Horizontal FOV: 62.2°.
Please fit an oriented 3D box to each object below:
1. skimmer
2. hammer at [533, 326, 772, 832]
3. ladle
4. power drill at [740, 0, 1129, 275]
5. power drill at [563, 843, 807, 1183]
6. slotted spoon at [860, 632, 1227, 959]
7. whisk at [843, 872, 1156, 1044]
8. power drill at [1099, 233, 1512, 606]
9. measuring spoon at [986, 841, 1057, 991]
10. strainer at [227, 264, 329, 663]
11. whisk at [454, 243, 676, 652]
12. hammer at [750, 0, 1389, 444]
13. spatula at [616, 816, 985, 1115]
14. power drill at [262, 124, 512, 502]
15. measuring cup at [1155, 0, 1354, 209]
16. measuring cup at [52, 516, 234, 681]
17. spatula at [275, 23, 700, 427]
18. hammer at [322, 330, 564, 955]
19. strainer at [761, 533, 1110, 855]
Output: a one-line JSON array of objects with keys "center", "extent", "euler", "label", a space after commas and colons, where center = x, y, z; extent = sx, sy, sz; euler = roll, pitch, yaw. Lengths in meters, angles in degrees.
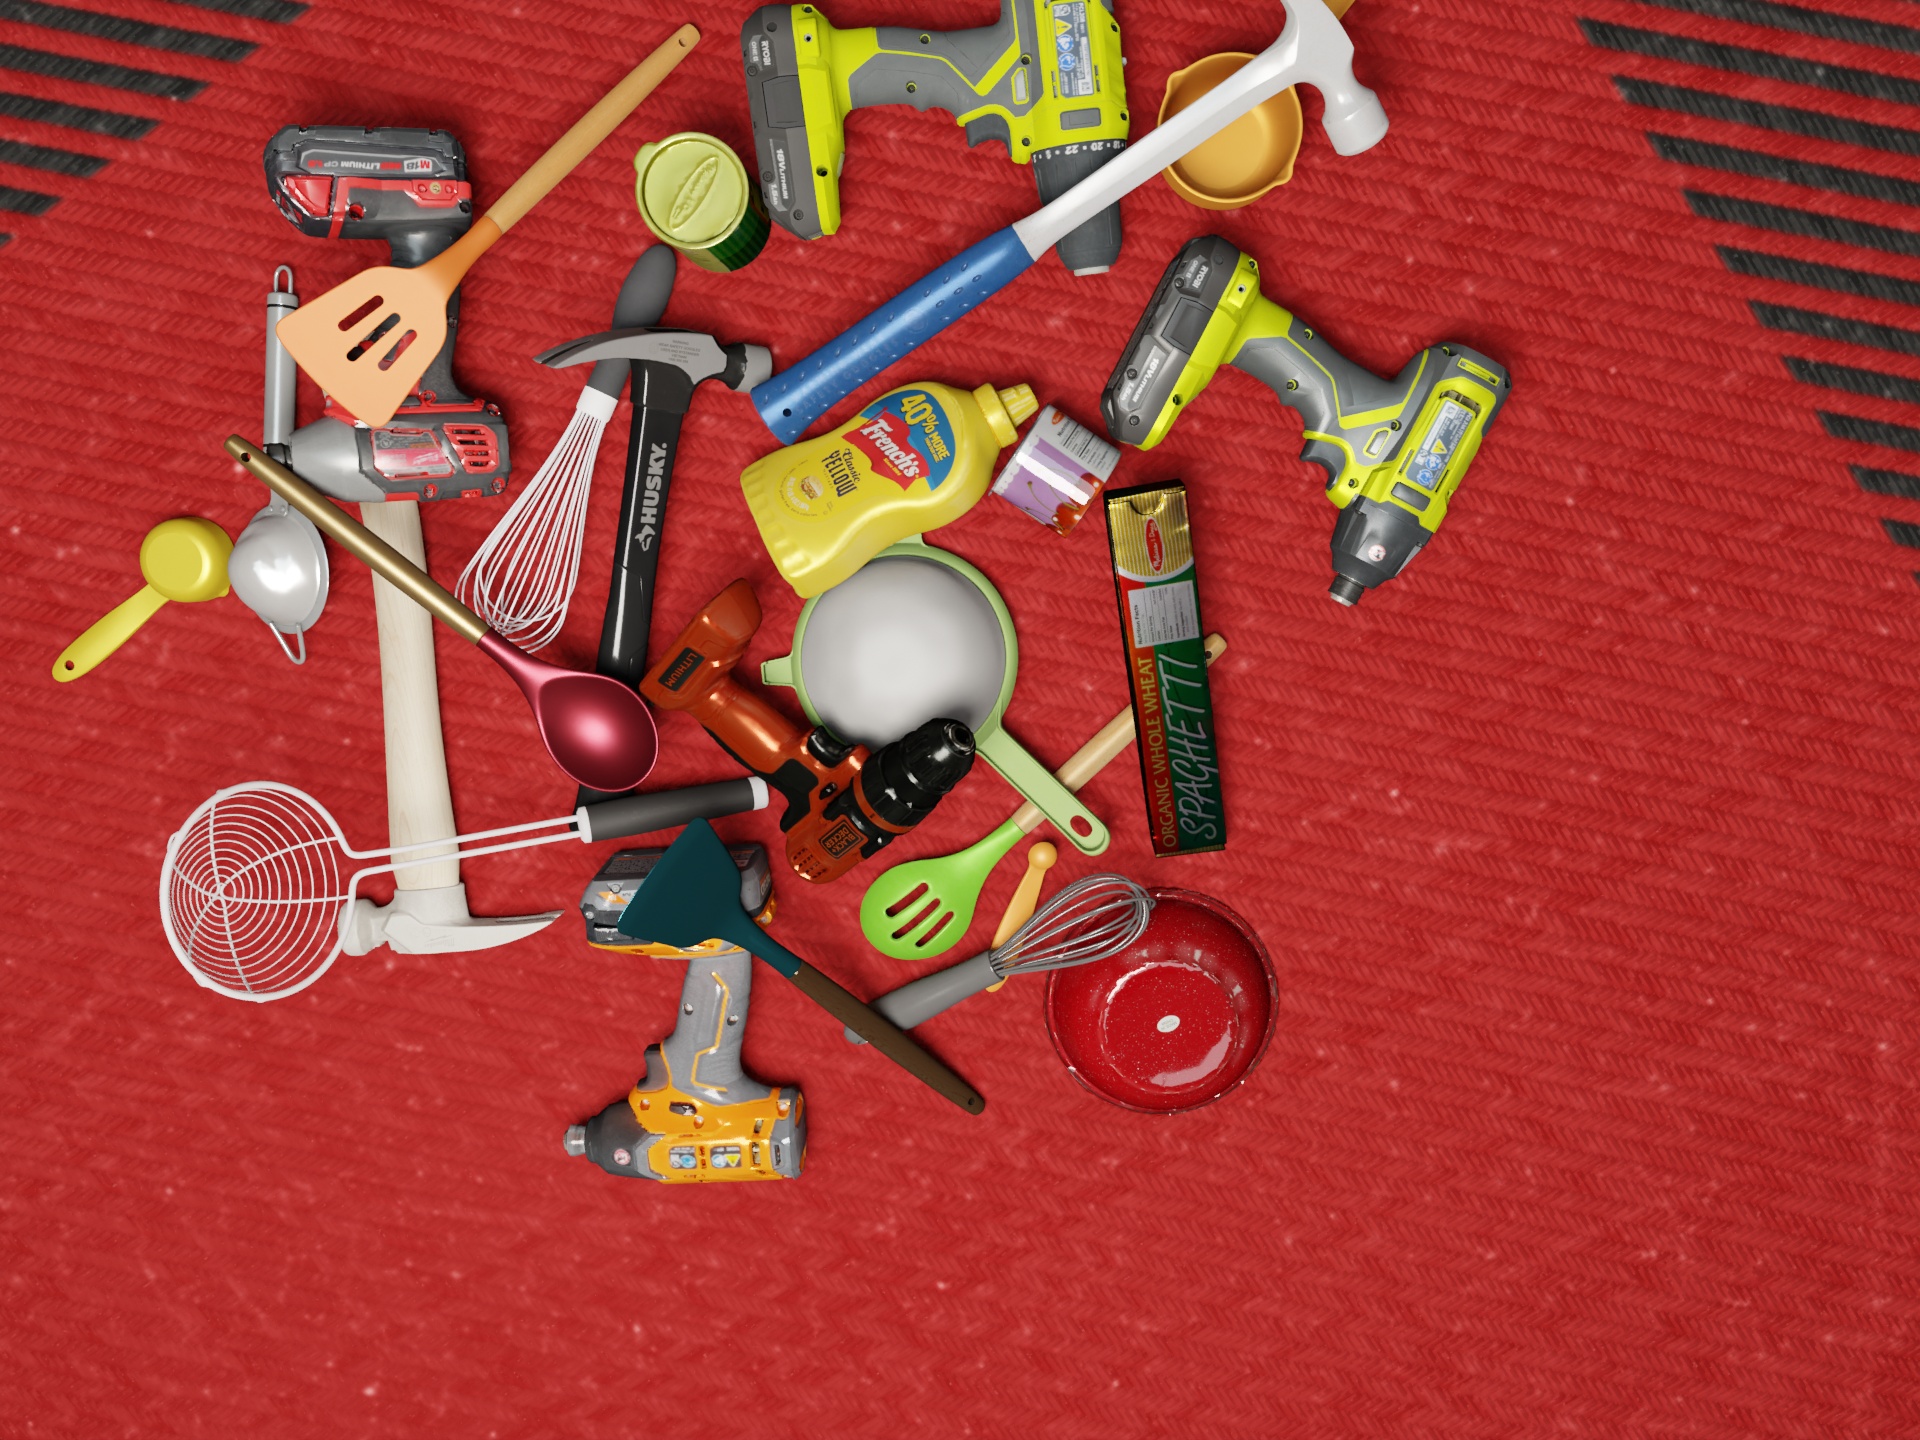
[{"center": [-0.287, 0.078, 0.975], "extent": [0.363, 0.090, 0.127], "euler": [-10, 93, -21], "label": "skimmer"}, {"center": [-0.216, -0.084, 1.020], "extent": [0.146, 0.035, 0.334], "euler": [1, 108, -37], "label": "hammer"}, {"center": [-0.314, -0.067, 0.973], "extent": [0.315, 0.031, 0.069], "euler": [40, 95, -13], "label": "ladle"}, {"center": [-0.009, -0.362, 0.977], "extent": [0.228, 0.080, 0.190], "euler": [-7, 104, 1], "label": "power drill"}, {"center": [-0.193, 0.203, 1.064], "extent": [0.164, 0.084, 0.226], "euler": [-4, 102, 3], "label": "power drill"}, {"center": [0.056, 0.051, 1.059], "extent": [0.314, 0.031, 0.070], "euler": [-43, 102, 5], "label": "slotted spoon"}, {"center": [0.021, 0.163, 1.053], "extent": [0.239, 0.055, 0.055], "euler": [-28, 97, 18], "label": "whisk"}, {"center": [0.208, -0.188, 0.996], "extent": [0.223, 0.080, 0.171], "euler": [27, 98, -5], "label": "power drill"}, {"center": [0.040, 0.135, 1.069], "extent": [0.021, 0.011, 0.117], "euler": [14, 109, -19], "label": "measuring spoon"}, {"center": [-0.447, -0.166, 1.035], "extent": [0.087, 0.050, 0.258], "euler": [4, 93, 28], "label": "strainer"}, {"center": [-0.248, -0.175, 1.023], "extent": [0.070, 0.070, 0.284], "euler": [24, 93, -2], "label": "whisk"}, {"center": [0.043, -0.296, 0.946], "extent": [0.405, 0.035, 0.144], "euler": [-31, 120, 15], "label": "hammer"}, {"center": [-0.085, 0.176, 1.017], "extent": [0.317, 0.044, 0.082], "euler": [42, 76, -28], "label": "spatula"}, {"center": [-0.361, -0.244, 0.980], "extent": [0.143, 0.078, 0.219], "euler": [-8, 97, -24], "label": "power drill"}, {"center": [0.190, -0.393, 0.978], "extent": [0.095, 0.052, 0.173], "euler": [39, 96, -4], "label": "measuring cup"}, {"center": [-0.552, -0.075, 1.058], "extent": [0.156, 0.029, 0.062], "euler": [-39, 95, 5], "label": "measuring cup"}, {"center": [-0.270, -0.315, 0.964], "extent": [0.081, 0.041, 0.323], "euler": [47, 72, -25], "label": "spatula"}, {"center": [-0.358, -0.048, 1.054], "extent": [0.146, 0.038, 0.410], "euler": [-4, 98, 1], "label": "hammer"}, {"center": [-0.002, -0.003, 1.017], "extent": [0.256, 0.069, 0.151], "euler": [44, 96, 4], "label": "strainer"}]
